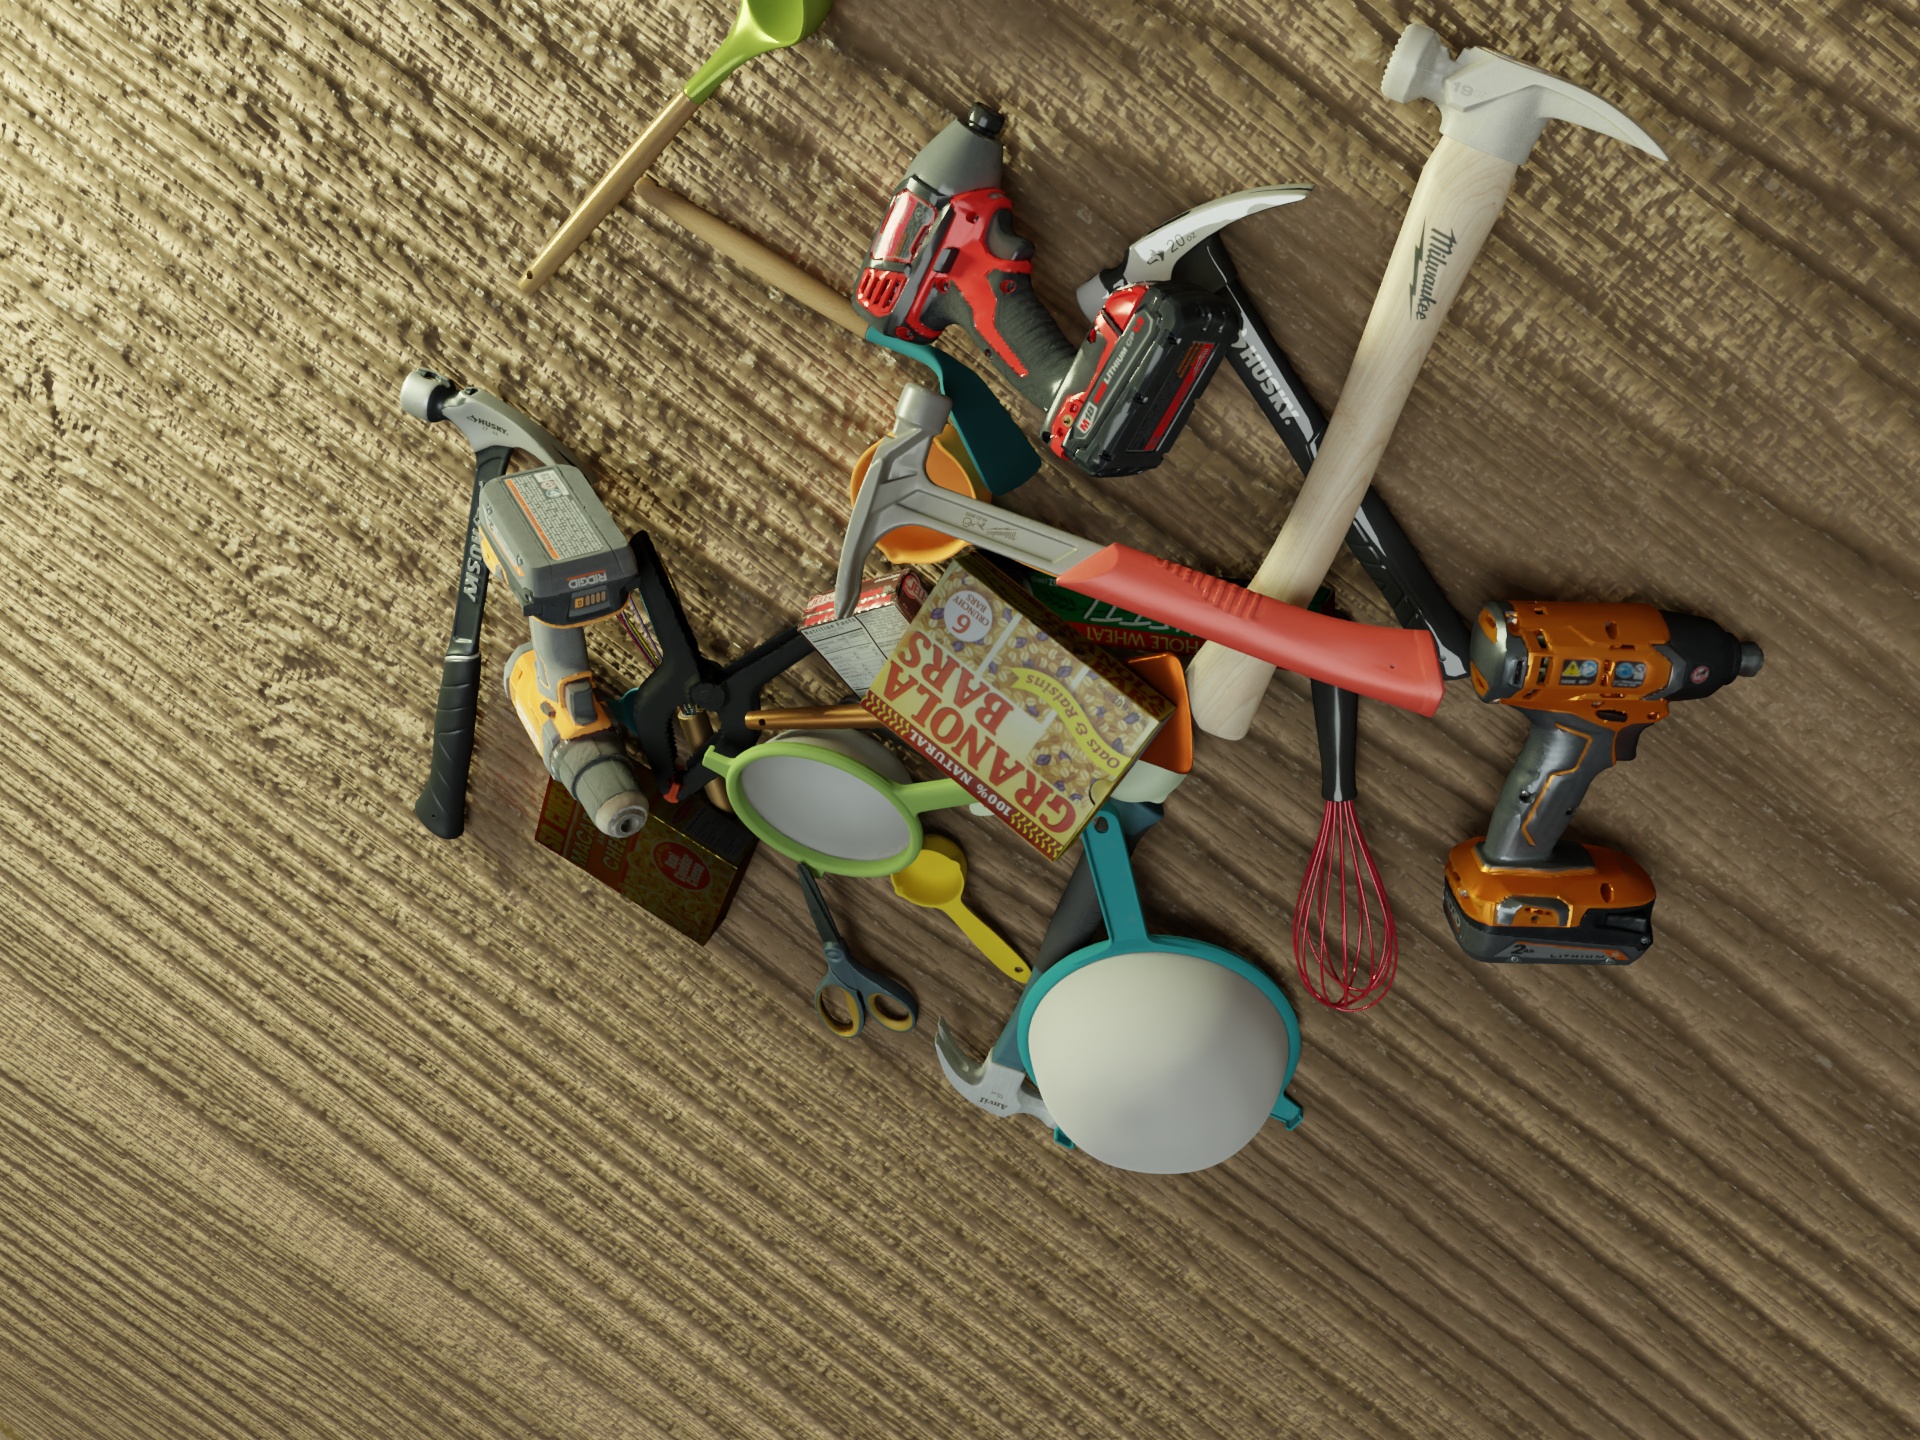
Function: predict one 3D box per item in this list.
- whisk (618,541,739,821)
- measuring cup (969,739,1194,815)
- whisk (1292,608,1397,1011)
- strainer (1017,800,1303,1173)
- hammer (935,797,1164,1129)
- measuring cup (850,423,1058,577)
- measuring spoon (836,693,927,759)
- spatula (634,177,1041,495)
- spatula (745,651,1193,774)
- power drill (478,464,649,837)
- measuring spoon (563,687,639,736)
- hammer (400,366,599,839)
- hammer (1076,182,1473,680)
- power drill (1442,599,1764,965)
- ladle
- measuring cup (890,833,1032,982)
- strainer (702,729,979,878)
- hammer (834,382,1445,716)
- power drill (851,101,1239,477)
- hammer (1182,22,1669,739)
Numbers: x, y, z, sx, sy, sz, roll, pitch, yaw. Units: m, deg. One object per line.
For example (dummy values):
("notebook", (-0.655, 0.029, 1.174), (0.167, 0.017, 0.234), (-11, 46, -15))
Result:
("whisk", (-0.212, -0.026, 1.198), (0.047, 0.051, 0.244), (-19, 119, -8))
("measuring cup", (0.077, 0.034, 1.089), (0.167, 0.038, 0.083), (-22, 85, 16))
("whisk", (0.253, 0.067, 1.060), (0.073, 0.073, 0.295), (1, 112, 21))
("strainer", (0.128, 0.213, 1.127), (0.211, 0.095, 0.340), (-8, 124, 13))
("hammer", (0.075, 0.178, 1.197), (0.128, 0.033, 0.330), (19, 122, -4))
("measuring cup", (0.016, -0.136, 1.040), (0.173, 0.052, 0.095), (24, 124, 5))
("measuring spoon", (-0.033, 0.011, 1.166), (0.124, 0.018, 0.034), (26, 142, -2))
("spatula", (-0.082, -0.252, 1.012), (0.317, 0.082, 0.044), (34, 124, 8))
("spatula", (-0.002, -0.003, 1.061), (0.322, 0.041, 0.081), (-2, 107, 20))
("power drill", (-0.272, -0.041, 1.122), (0.186, 0.084, 0.226), (52, 147, 35))
("measuring spoon", (-0.277, -0.013, 1.248), (0.129, 0.021, 0.042), (8, 113, 28))
("hammer", (-0.382, -0.065, 1.246), (0.149, 0.036, 0.408), (24, 124, 6))
("hammer", (0.221, -0.162, 0.954), (0.146, 0.035, 0.334), (-29, 104, 32))
("power drill", (0.386, 0.036, 0.968), (0.164, 0.084, 0.226), (1, 116, 1))
("ladle", (-0.189, -0.368, 0.977), (0.320, 0.062, 0.078), (-35, 80, 32))
("measuring cup", (0.008, 0.145, 1.223), (0.062, 0.029, 0.156), (-29, 116, 29))
("strainer", (-0.047, 0.038, 1.136), (0.256, 0.069, 0.151), (-10, 134, 33))
("hammer", (0.105, -0.071, 0.934), (0.359, 0.037, 0.149), (22, 101, 10))
("power drill", (0.043, -0.249, 0.919), (0.220, 0.078, 0.143), (41, 118, 22))
("hammer", (0.232, -0.158, 0.896), (0.146, 0.038, 0.410), (27, 121, 12))
